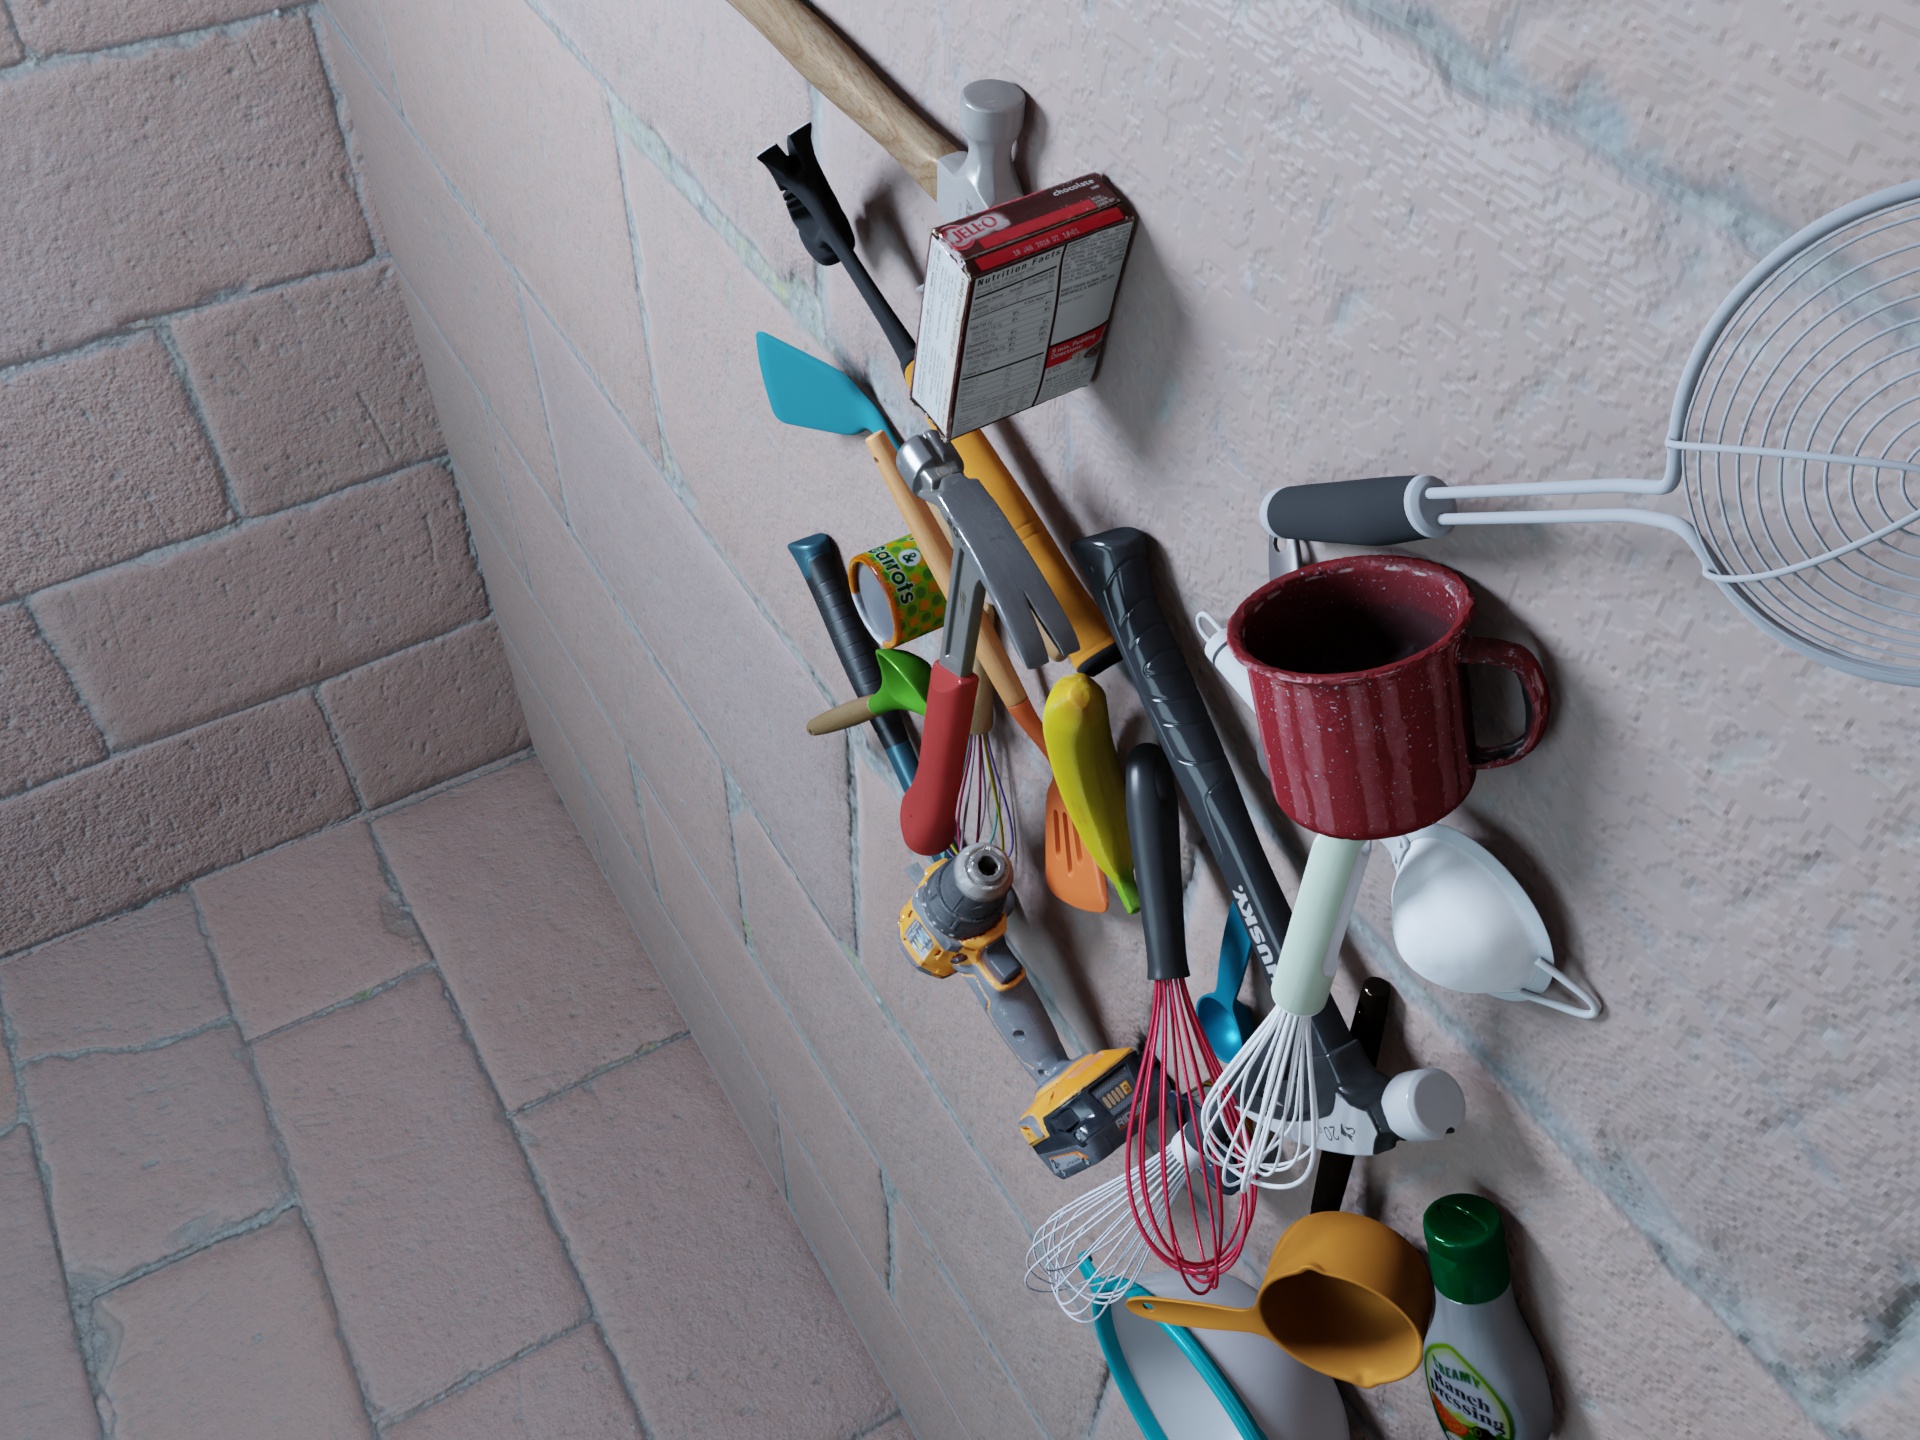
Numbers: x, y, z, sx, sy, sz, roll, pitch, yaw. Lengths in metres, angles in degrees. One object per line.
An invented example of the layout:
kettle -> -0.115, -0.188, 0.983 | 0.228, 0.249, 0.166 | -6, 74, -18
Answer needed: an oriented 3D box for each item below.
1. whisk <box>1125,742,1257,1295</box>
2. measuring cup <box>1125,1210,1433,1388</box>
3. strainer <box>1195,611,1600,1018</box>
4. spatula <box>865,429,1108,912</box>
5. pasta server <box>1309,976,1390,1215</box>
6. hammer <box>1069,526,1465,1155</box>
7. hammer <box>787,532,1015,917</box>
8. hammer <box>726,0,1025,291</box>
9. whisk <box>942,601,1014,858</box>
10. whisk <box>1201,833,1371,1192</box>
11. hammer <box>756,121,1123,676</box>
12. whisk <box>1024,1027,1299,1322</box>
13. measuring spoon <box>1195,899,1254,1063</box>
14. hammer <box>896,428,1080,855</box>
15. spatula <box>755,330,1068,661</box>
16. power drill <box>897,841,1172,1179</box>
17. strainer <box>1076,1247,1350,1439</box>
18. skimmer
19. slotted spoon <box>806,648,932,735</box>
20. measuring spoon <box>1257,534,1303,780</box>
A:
whisk -> 0.115, 0.159, 0.863 | 0.073, 0.073, 0.296 | 158, 108, -69
measuring cup -> 0.174, 0.310, 0.874 | 0.173, 0.052, 0.095 | -10, 118, 36
strainer -> 0.175, 0.039, 0.704 | 0.259, 0.050, 0.086 | 56, 161, 34
spatula -> 0.017, -0.028, 0.976 | 0.322, 0.041, 0.081 | 61, 162, -15
pasta server -> 0.208, 0.248, 0.868 | 0.060, 0.040, 0.316 | 46, 148, 42
hammer -> 0.132, 0.055, 0.798 | 0.335, 0.035, 0.146 | 67, 155, 9
hammer -> -0.054, 0.006, 1.235 | 0.331, 0.033, 0.128 | 66, 158, 1
hammer -> -0.063, -0.350, 0.874 | 0.332, 0.031, 0.130 | 52, 155, 33
whisk -> 0.007, 0.019, 1.087 | 0.047, 0.051, 0.244 | -125, 26, -42
whisk -> 0.151, 0.130, 0.716 | 0.059, 0.058, 0.246 | 25, 131, 23
hammer -> -0.008, -0.172, 0.880 | 0.337, 0.034, 0.127 | 58, -178, 9
whisk -> 0.122, 0.268, 0.940 | 0.070, 0.070, 0.284 | 55, 130, 28
measuring spoon -> 0.158, 0.139, 0.890 | 0.042, 0.021, 0.128 | 45, 142, 43
hammer -> -0.001, -0.003, 0.939 | 0.149, 0.036, 0.358 | 61, 161, 25
spatula -> -0.033, -0.140, 1.009 | 0.318, 0.044, 0.082 | 52, 162, 31
power drill -> 0.046, 0.190, 1.084 | 0.226, 0.084, 0.185 | 53, 157, 12
strainer -> 0.208, 0.435, 0.971 | 0.340, 0.095, 0.211 | 1, 115, 66
skimmer -> 0.207, -0.080, 0.509 | 0.127, 0.090, 0.363 | 68, 170, -11
slotted spoon -> -0.070, -0.011, 1.174 | 0.070, 0.031, 0.314 | 49, 161, -9
measuring spoon -> 0.139, -0.030, 0.697 | 0.034, 0.018, 0.124 | 7, 102, 61
